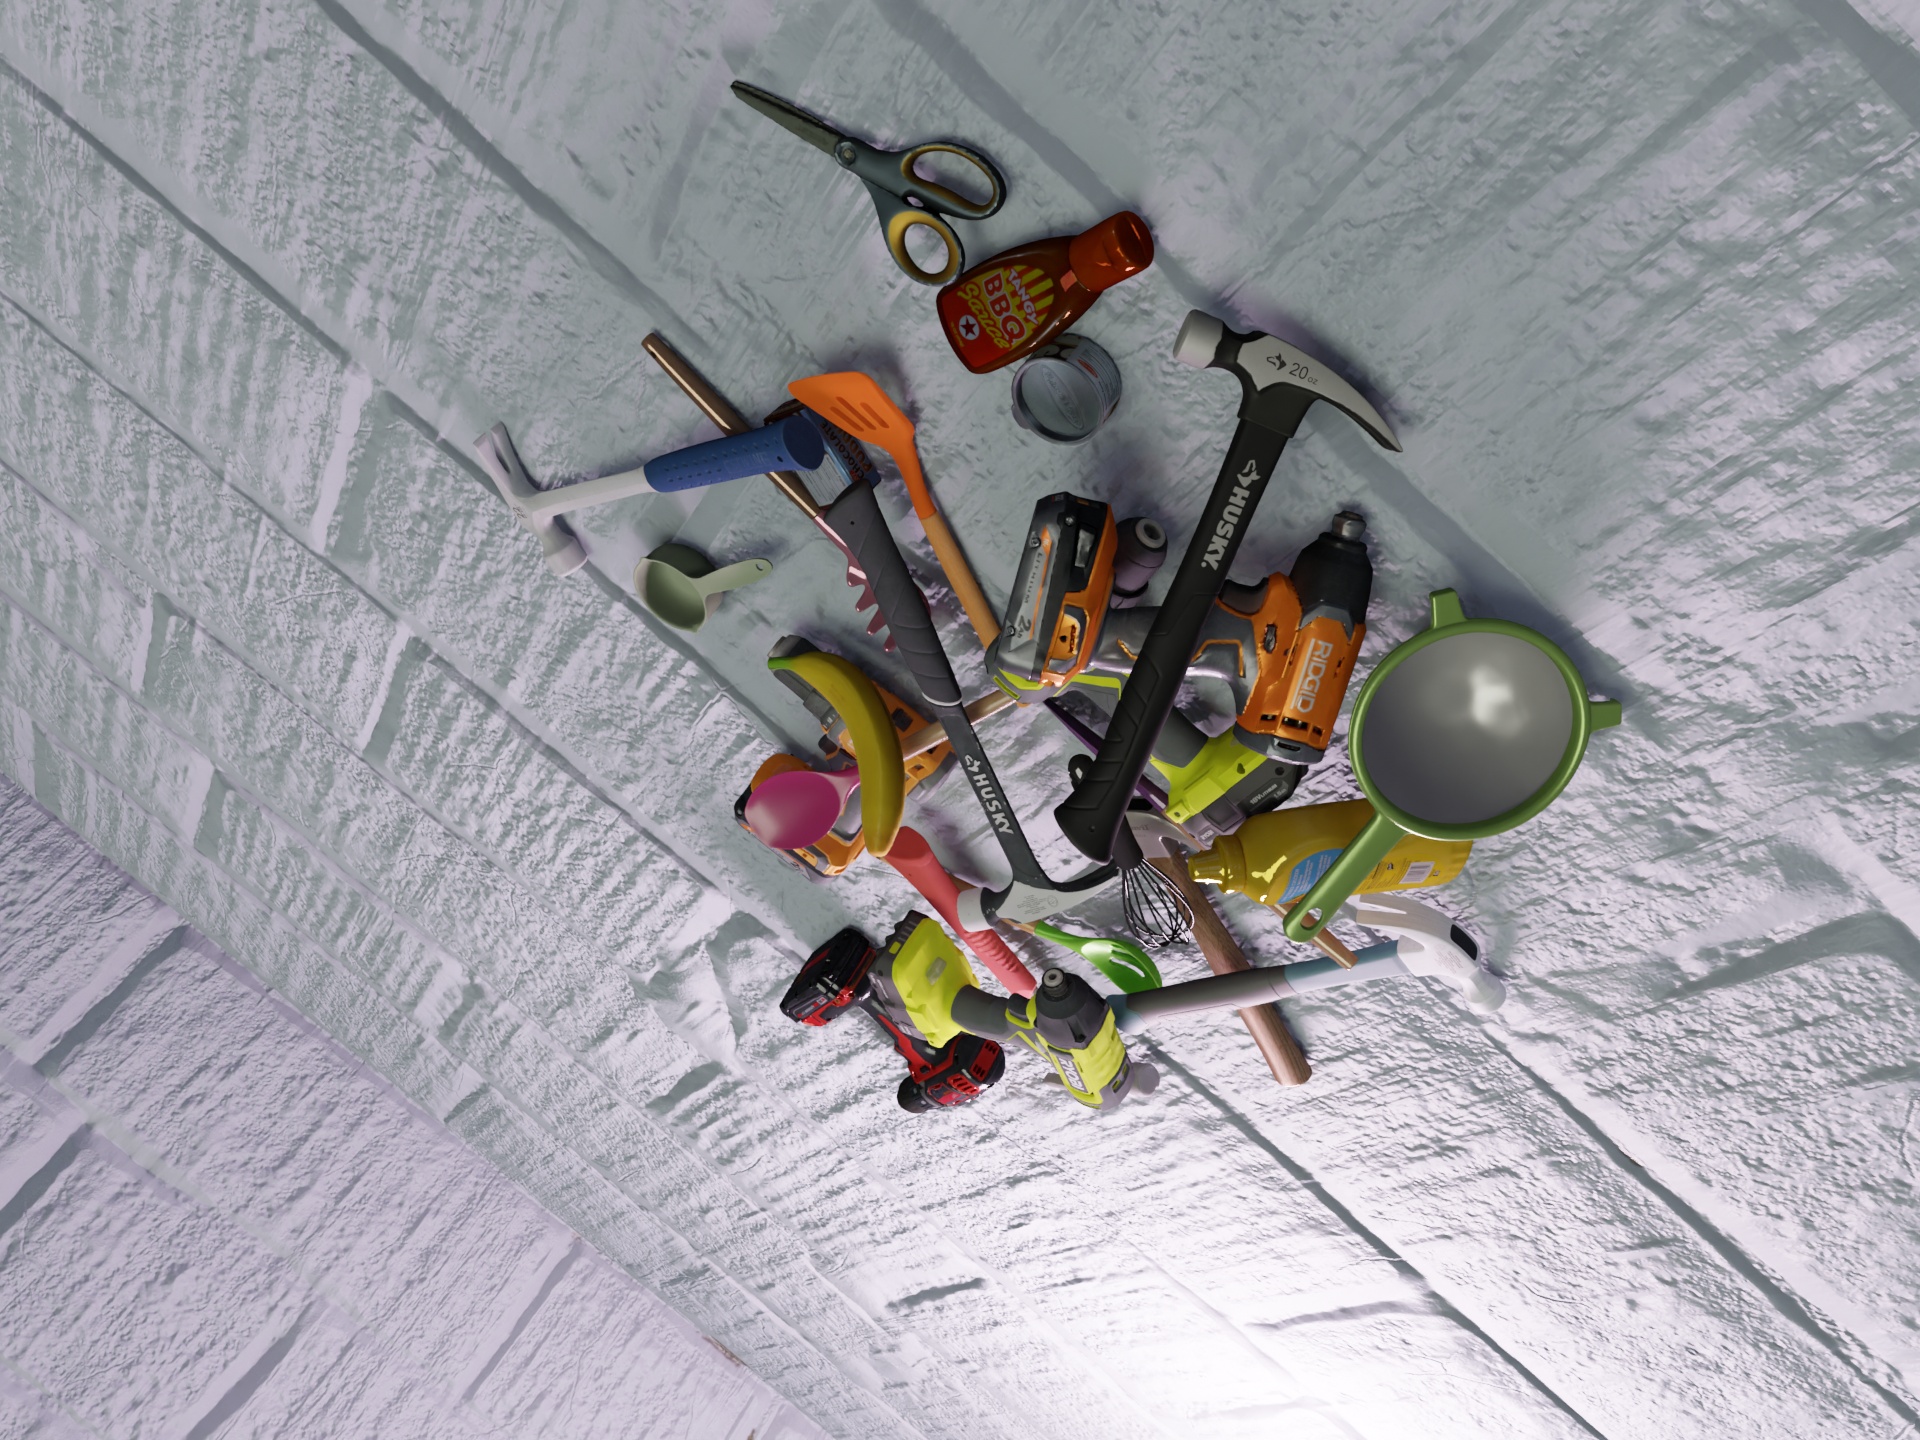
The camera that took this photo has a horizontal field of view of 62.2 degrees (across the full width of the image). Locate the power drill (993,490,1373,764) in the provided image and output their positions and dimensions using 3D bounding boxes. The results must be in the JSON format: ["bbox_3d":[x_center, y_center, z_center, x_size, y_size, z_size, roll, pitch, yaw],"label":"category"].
[{"bbox_3d":[0.149,-0.076,1.025,0.226,0.084,0.164,15,106,-1],"label":"power drill"}]

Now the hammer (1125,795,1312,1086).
[{"bbox_3d":[0.221,0.193,1.348,0.130,0.031,0.331,-7,126,42],"label":"hammer"}]

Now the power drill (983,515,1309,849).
[{"bbox_3d":[0.146,-0.029,1.140,0.228,0.080,0.190,41,139,-3],"label":"power drill"}]

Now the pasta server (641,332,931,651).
[{"bbox_3d":[-0.133,-0.176,1.230,0.316,0.040,0.060,45,141,-10],"label":"pasta server"}]

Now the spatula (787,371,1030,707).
[{"bbox_3d":[-0.020,-0.130,1.189,0.081,0.041,0.322,2,132,42],"label":"spatula"}]

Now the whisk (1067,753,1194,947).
[{"bbox_3d":[0.130,0.104,1.234,0.055,0.055,0.238,5,142,34],"label":"whisk"}]

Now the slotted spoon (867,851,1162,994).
[{"bbox_3d":[0.049,0.179,1.471,0.314,0.031,0.070,23,143,19],"label":"slotted spoon"}]

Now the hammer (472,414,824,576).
[{"bbox_3d":[-0.255,-0.198,1.274,0.406,0.035,0.144,-2,128,46],"label":"hammer"}]

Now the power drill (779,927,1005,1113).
[{"bbox_3d":[-0.078,0.336,1.697,0.226,0.080,0.188,38,143,-8],"label":"power drill"}]

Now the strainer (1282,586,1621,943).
[{"bbox_3d":[0.290,0.038,1.040,0.151,0.069,0.256,31,110,-11],"label":"strainer"}]

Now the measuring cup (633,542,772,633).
[{"bbox_3d":[-0.208,-0.124,1.344,0.167,0.038,0.083,-10,123,41],"label":"measuring cup"}]

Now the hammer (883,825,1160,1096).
[{"bbox_3d":[0.039,0.233,1.497,0.149,0.037,0.358,-8,129,51],"label":"hammer"}]

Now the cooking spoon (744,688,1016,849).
[{"bbox_3d":[-0.060,0.032,1.314,0.319,0.017,0.068,-28,99,31],"label":"cooking spoon"}]

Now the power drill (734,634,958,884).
[{"bbox_3d":[-0.123,0.033,1.410,0.185,0.084,0.226,39,138,-4],"label":"power drill"}]

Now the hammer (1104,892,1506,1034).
[{"bbox_3d":[0.260,0.214,1.294,0.331,0.033,0.128,-20,121,38],"label":"hammer"}]

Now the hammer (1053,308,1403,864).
[{"bbox_3d":[0.142,-0.065,0.969,0.146,0.035,0.334,21,102,-5],"label":"hammer"}]

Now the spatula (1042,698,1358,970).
[{"bbox_3d":[0.178,0.082,1.220,0.316,0.018,0.059,41,-172,8],"label":"spatula"}]

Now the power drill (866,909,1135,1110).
[{"bbox_3d":[0.035,0.249,1.401,0.223,0.080,0.171,14,144,34],"label":"power drill"}]

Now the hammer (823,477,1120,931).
[{"bbox_3d":[-0.002,-0.004,1.237,0.149,0.036,0.408,-14,119,21],"label":"hammer"}]
